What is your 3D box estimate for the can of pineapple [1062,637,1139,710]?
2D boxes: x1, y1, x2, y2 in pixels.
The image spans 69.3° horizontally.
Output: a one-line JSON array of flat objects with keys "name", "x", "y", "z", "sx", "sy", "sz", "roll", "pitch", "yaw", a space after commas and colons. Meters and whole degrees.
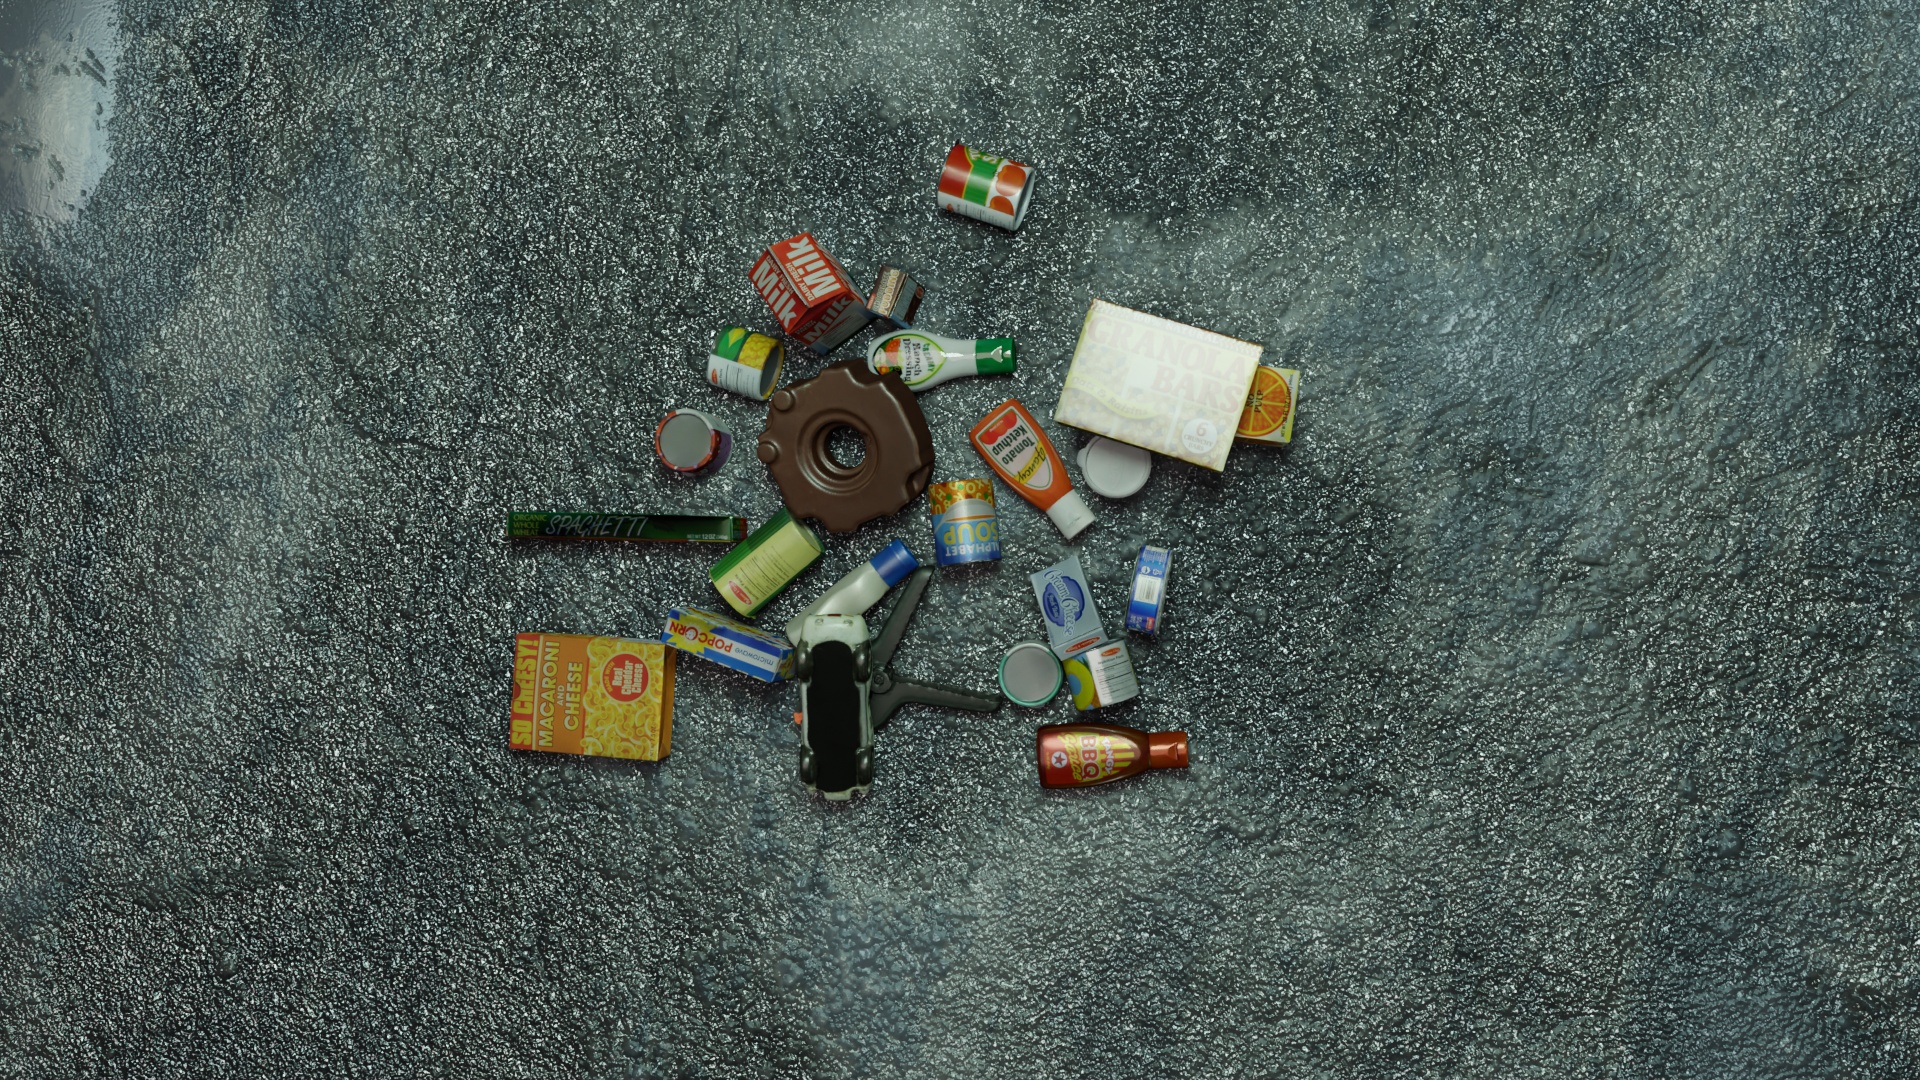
[{"name": "can of pineapple", "x": 0.138, "y": 0.132, "z": 1.376, "sx": 0.071, "sy": 0.071, "sz": 0.058, "roll": -17, "pitch": 87, "yaw": 8}]

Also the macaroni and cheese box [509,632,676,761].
[{"name": "macaroni and cheese box", "x": -0.388, "y": 0.163, "z": 1.466, "sx": 0.166, "sy": 0.040, "sz": 0.123, "roll": 3, "pitch": 89, "yaw": 8}]

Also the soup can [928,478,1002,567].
[{"name": "soup can", "x": 0.005, "y": -0.017, "z": 1.394, "sx": 0.071, "sy": 0.071, "sz": 0.083, "roll": -7, "pitch": 88, "yaw": 8}]

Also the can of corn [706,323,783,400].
[{"name": "can of corn", "x": -0.220, "y": -0.185, "z": 1.434, "sx": 0.058, "sy": 0.071, "sz": 0.071, "roll": 19, "pitch": 92, "yaw": 8}]

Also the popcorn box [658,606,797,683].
[{"name": "popcorn box", "x": -0.232, "y": 0.106, "z": 1.420, "sx": 0.127, "sy": 0.085, "sz": 0.038, "roll": 19, "pitch": 92, "yaw": 9}]

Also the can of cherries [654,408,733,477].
[{"name": "can of cherries", "x": -0.277, "y": -0.100, "z": 1.443, "sx": 0.071, "sy": 0.058, "sz": 0.071, "roll": 0, "pitch": 89, "yaw": 8}]

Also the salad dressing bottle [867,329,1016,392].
[{"name": "salad dressing bottle", "x": -0.018, "y": -0.185, "z": 1.413, "sx": 0.148, "sy": 0.044, "sz": 0.064, "roll": -2, "pitch": 92, "yaw": 8}]

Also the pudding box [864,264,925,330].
[{"name": "pudding box", "x": -0.065, "y": -0.243, "z": 1.401, "sx": 0.030, "sy": 0.084, "sz": 0.049, "roll": 22, "pitch": 94, "yaw": 11}]

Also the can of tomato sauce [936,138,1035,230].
[{"name": "can of tomato sauce", "x": 0.026, "y": -0.357, "z": 1.397, "sx": 0.083, "sy": 0.071, "sz": 0.071, "roll": 19, "pitch": 92, "yaw": 7}]

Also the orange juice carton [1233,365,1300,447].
[{"name": "orange juice carton", "x": 0.228, "y": -0.140, "z": 1.361, "sx": 0.193, "sy": 0.073, "sz": 0.071, "roll": 8, "pitch": 91, "yaw": 9}]

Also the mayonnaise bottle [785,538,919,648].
[{"name": "mayonnaise bottle", "x": -0.110, "y": 0.057, "z": 1.416, "sx": 0.148, "sy": 0.065, "sz": 0.041, "roll": -38, "pitch": 102, "yaw": 2}]

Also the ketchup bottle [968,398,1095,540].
[{"name": "ketchup bottle", "x": 0.076, "y": -0.069, "z": 1.398, "sx": 0.064, "sy": 0.043, "sz": 0.149, "roll": -39, "pitch": 85, "yaw": 6}]

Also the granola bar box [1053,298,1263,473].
[{"name": "granola bar box", "x": 0.186, "y": -0.146, "z": 1.310, "sx": 0.166, "sy": 0.039, "sz": 0.124, "roll": 18, "pitch": 92, "yaw": 10}]

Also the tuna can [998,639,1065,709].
[{"name": "tuna can", "x": 0.072, "y": 0.136, "z": 1.401, "sx": 0.071, "sy": 0.033, "sz": 0.071, "roll": 0, "pitch": 89, "yaw": 9}]

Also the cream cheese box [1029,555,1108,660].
[{"name": "cream cheese box", "x": 0.106, "y": 0.065, "z": 1.371, "sx": 0.053, "sy": 0.024, "sz": 0.104, "roll": -24, "pitch": 44, "yaw": 9}]

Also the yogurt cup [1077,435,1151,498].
[{"name": "yogurt cup", "x": 0.156, "y": -0.075, "z": 1.381, "sx": 0.072, "sy": 0.054, "sz": 0.072, "roll": 0, "pitch": 90, "yaw": 8}]

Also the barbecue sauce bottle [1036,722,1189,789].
[{"name": "barbecue sauce bottle", "x": 0.152, "y": 0.212, "z": 1.383, "sx": 0.148, "sy": 0.043, "sz": 0.065, "roll": -5, "pitch": 88, "yaw": 8}]

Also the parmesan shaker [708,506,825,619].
[{"name": "parmesan shaker", "x": -0.196, "y": 0.023, "z": 1.427, "sx": 0.103, "sy": 0.071, "sz": 0.071, "roll": -39, "pitch": 84, "yaw": 6}]

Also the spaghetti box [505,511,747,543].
[{"name": "spaghetti box", "x": -0.351, "y": -0.013, "z": 1.457, "sx": 0.250, "sy": 0.050, "sz": 0.028, "roll": 1, "pitch": 88, "yaw": 9}]

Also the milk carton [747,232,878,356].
[{"name": "milk carton", "x": -0.146, "y": -0.242, "z": 1.359, "sx": 0.073, "sy": 0.190, "sz": 0.072, "roll": -35, "pitch": 85, "yaw": 7}]
